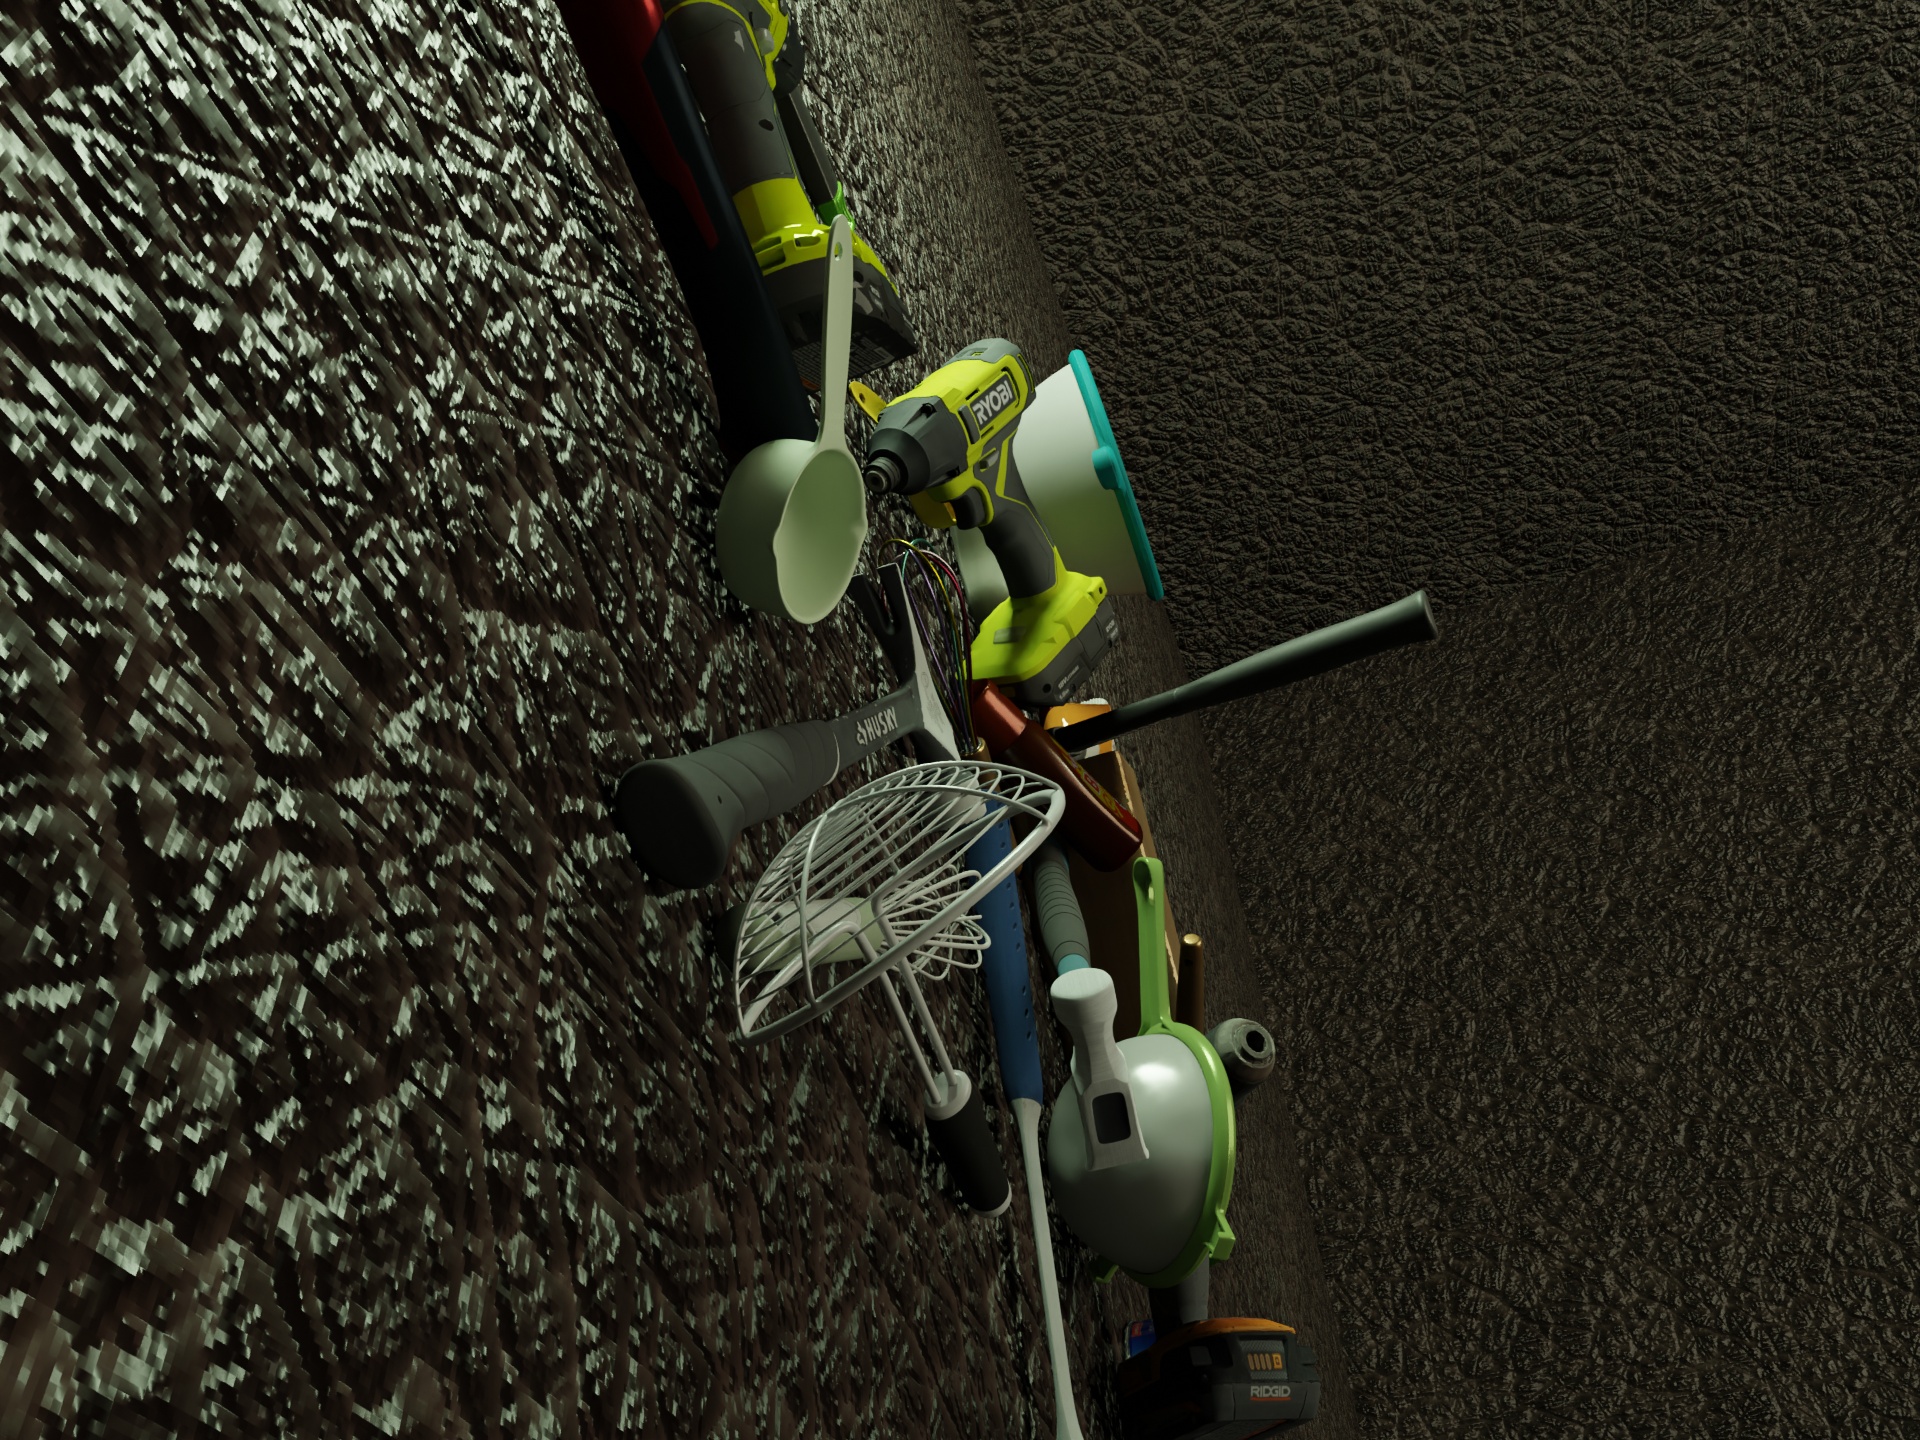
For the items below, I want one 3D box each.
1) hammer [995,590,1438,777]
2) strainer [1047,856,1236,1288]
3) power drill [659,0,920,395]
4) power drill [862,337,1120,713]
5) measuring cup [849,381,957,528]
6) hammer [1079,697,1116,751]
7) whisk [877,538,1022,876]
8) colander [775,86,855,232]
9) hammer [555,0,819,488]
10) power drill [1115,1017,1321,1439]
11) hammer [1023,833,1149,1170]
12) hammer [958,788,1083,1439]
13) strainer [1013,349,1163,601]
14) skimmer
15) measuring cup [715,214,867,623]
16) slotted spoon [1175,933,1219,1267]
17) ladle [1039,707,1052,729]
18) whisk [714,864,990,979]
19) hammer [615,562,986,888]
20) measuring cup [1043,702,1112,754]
[{"bbox_3d":[0.163,-0.019,1.072,0.146,0.335,0.035,-3,76,-53],"label":"hammer"},{"bbox_3d":[0.094,0.199,0.941,0.151,0.069,0.257,136,-40,-56],"label":"strainer"},{"bbox_3d":[-0.097,-0.288,0.812,0.190,0.080,0.228,-13,84,-78],"label":"power drill"},{"bbox_3d":[0.018,-0.121,1.063,0.171,0.080,0.223,-48,124,-44],"label":"power drill"},{"bbox_3d":[-0.041,-0.181,1.075,0.156,0.029,0.062,37,45,-51],"label":"measuring cup"},{"bbox_3d":[0.141,0.112,1.431,0.411,0.038,0.146,-83,156,-70],"label":"hammer"},{"bbox_3d":[-0.003,-0.004,0.965,0.051,0.047,0.244,-68,146,-53],"label":"whisk"},{"bbox_3d":[-0.110,-0.475,0.949,0.205,0.094,0.396,-93,163,-48],"label":"colander"},{"bbox_3d":[-0.108,-0.250,0.591,0.038,0.143,0.385,-94,168,-46],"label":"hammer"},{"bbox_3d":[0.146,0.303,0.949,0.185,0.084,0.226,125,-33,-47],"label":"power drill"},{"bbox_3d":[0.064,0.138,0.906,0.331,0.033,0.128,-98,175,-73],"label":"hammer"},{"bbox_3d":[0.036,0.219,0.848,0.143,0.035,0.406,59,19,-52],"label":"hammer"},{"bbox_3d":[0.081,-0.176,1.222,0.340,0.095,0.211,-48,119,-81],"label":"strainer"},{"bbox_3d":[0.001,0.137,0.603,0.090,0.127,0.362,41,-20,34],"label":"skimmer"},{"bbox_3d":[-0.069,-0.125,0.664,0.083,0.038,0.167,-24,123,-64],"label":"measuring cup"},{"bbox_3d":[0.150,0.269,1.071,0.031,0.070,0.313,-56,149,-53],"label":"slotted spoon"},{"bbox_3d":[0.046,-0.075,1.312,0.315,0.031,0.069,66,-10,-25],"label":"ladle"},{"bbox_3d":[-0.039,0.085,0.655,0.058,0.059,0.246,37,6,17],"label":"whisk"},{"bbox_3d":[-0.058,0.007,0.695,0.409,0.036,0.149,-28,101,-78],"label":"hammer"},{"bbox_3d":[0.088,0.066,1.299,0.095,0.052,0.173,-89,-175,-63],"label":"measuring cup"}]
